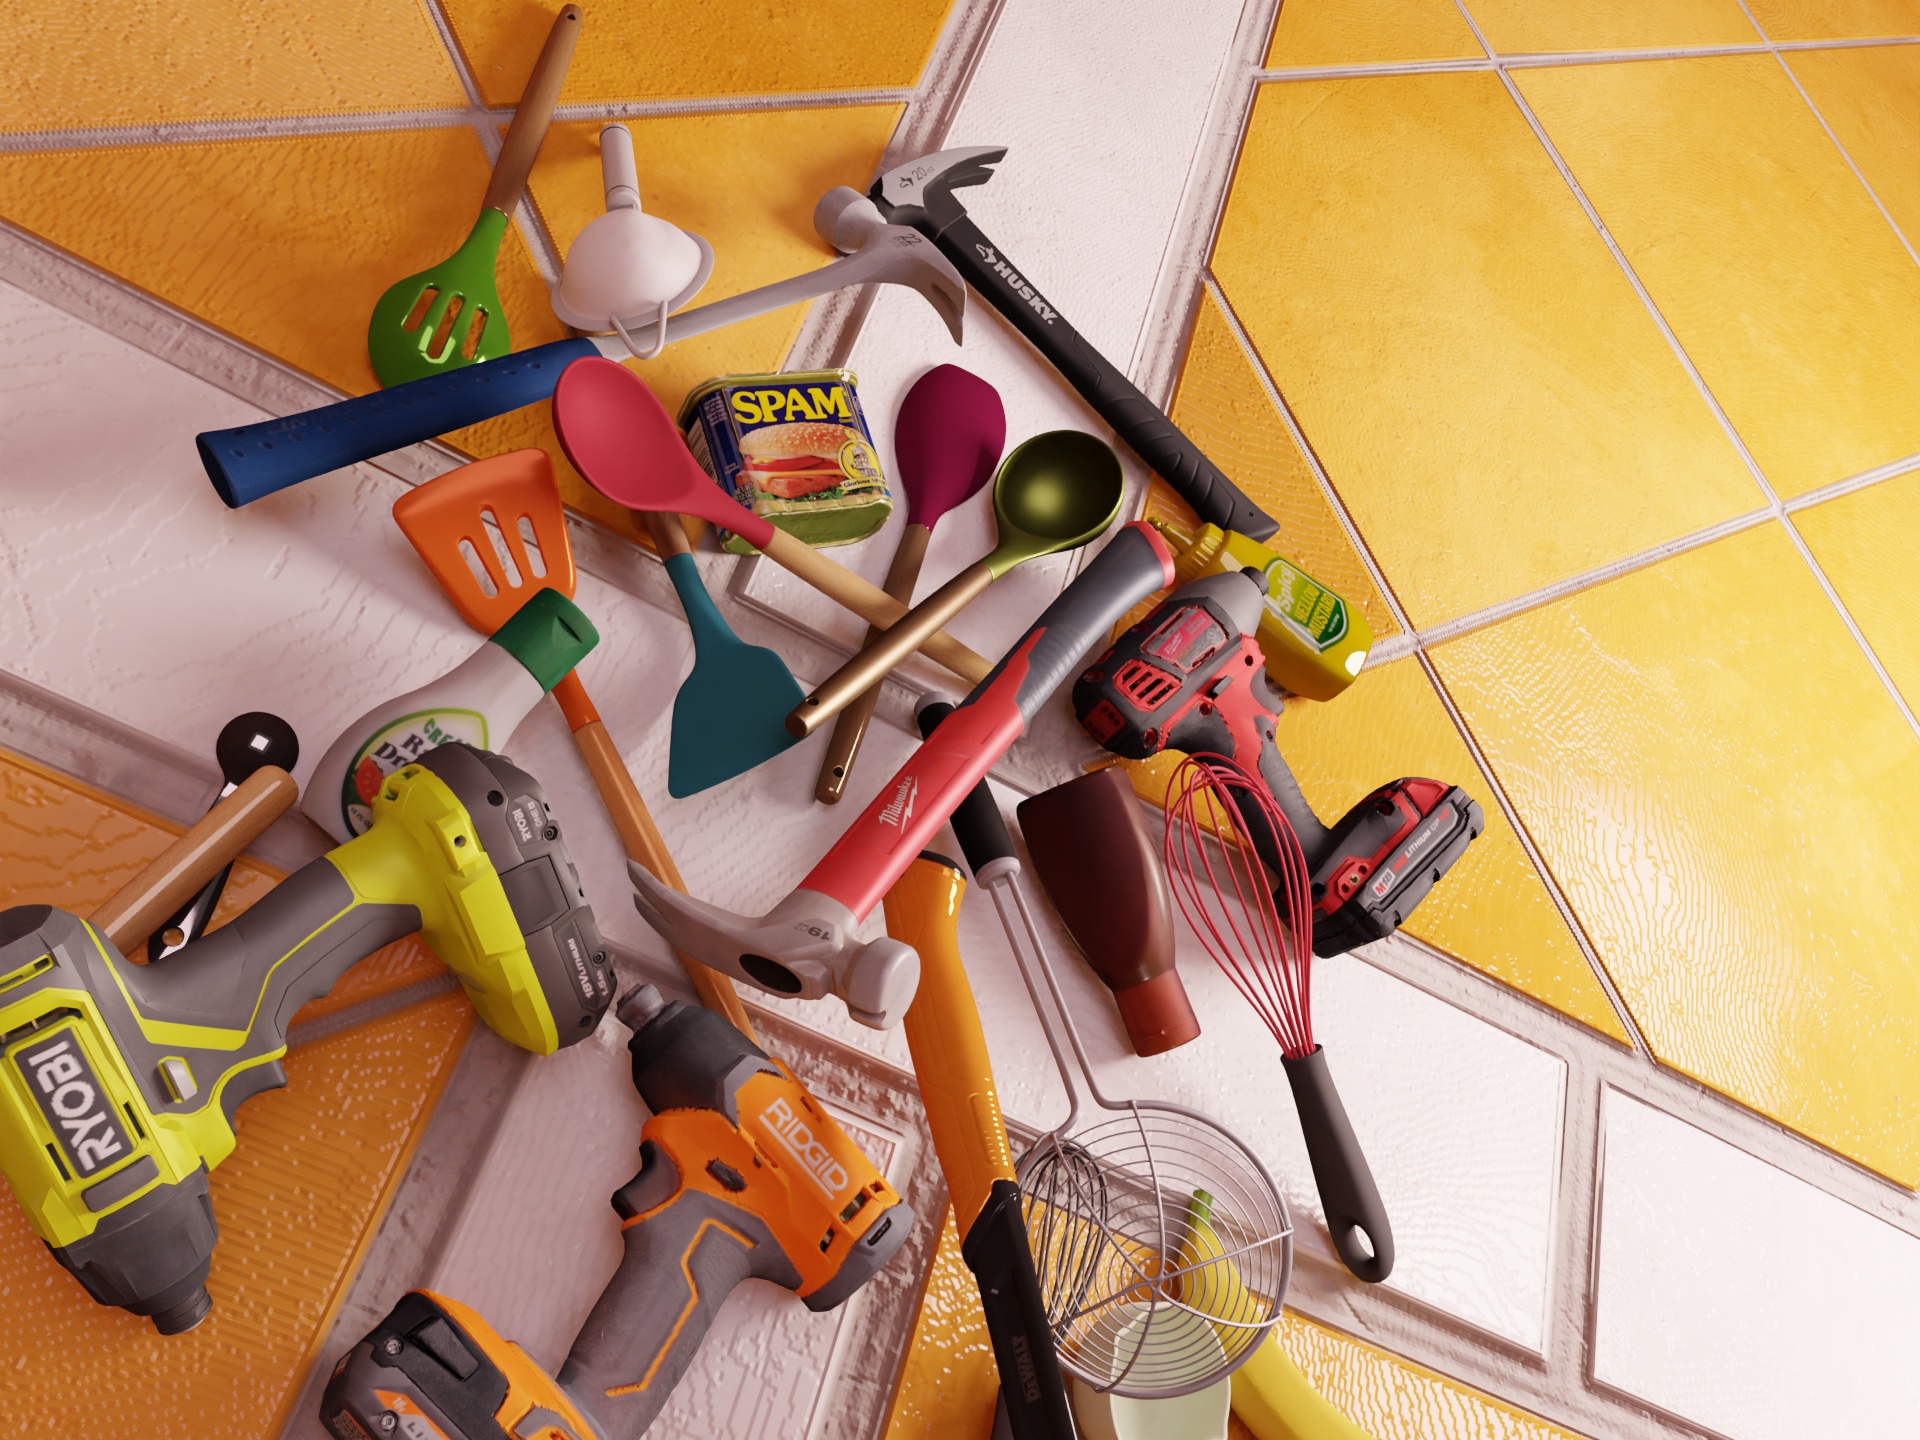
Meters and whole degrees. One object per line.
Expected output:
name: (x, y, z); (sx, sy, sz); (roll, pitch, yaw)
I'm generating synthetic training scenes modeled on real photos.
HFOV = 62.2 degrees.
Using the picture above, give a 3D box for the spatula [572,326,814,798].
spatula: (-0.158, -0.110, 0.829); (0.082, 0.044, 0.318); (-26, 72, 7)

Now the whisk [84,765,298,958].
whisk: (-0.351, 0.106, 0.619); (0.051, 0.047, 0.245); (45, 55, -10)

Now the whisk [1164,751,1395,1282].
whisk: (0.172, 0.156, 0.834); (0.073, 0.073, 0.296); (-21, 93, -33)

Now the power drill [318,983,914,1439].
power drill: (-0.143, 0.222, 0.655); (0.164, 0.084, 0.226); (49, 50, 2)

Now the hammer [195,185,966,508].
hammer: (-0.176, -0.189, 0.815); (0.405, 0.035, 0.144); (-27, 51, -29)

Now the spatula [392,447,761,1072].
spatula: (-0.169, 0.023, 0.762); (0.081, 0.041, 0.323); (-25, 80, -19)

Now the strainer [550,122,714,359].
strainer: (-0.183, -0.275, 0.854); (0.087, 0.050, 0.259); (-17, 42, -1)

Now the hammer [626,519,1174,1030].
hammer: (-0.001, -0.003, 0.815); (0.143, 0.038, 0.386); (18, 42, 23)

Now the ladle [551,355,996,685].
ladle: (-0.079, -0.083, 0.821); (0.315, 0.031, 0.069); (32, 56, -31)

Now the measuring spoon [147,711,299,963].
measuring spoon: (-0.319, 0.049, 0.685); (0.034, 0.018, 0.124); (21, 59, -17)

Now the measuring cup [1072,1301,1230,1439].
measuring cup: (0.064, 0.342, 0.720); (0.083, 0.038, 0.168); (47, 55, -16)

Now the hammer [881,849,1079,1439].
hammer: (0.001, 0.195, 0.672); (0.034, 0.127, 0.337); (48, 19, -44)

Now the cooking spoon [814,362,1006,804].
cooking spoon: (-0.030, -0.088, 0.901); (0.068, 0.017, 0.319); (25, 57, -13)

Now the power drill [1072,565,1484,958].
power drill: (0.183, 0.017, 0.915); (0.220, 0.078, 0.143); (46, 67, 4)

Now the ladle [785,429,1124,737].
ladle: (0.000, -0.078, 0.847); (0.078, 0.062, 0.320); (22, 36, 20)

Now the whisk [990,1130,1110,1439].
whisk: (0.029, 0.306, 0.723); (0.055, 0.055, 0.239); (21, 63, -17)

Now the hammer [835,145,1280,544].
hammer: (0.079, -0.233, 1.020); (0.335, 0.035, 0.146); (45, 55, -1)

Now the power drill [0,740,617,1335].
power drill: (-0.258, 0.118, 0.627); (0.223, 0.080, 0.171); (-30, 114, -34)

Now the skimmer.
skimmer: (0.043, 0.136, 0.772); (0.127, 0.090, 0.364); (-23, 49, 2)

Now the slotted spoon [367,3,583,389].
slotted spoon: (-0.255, -0.299, 0.886); (0.070, 0.031, 0.314); (21, 57, -21)
